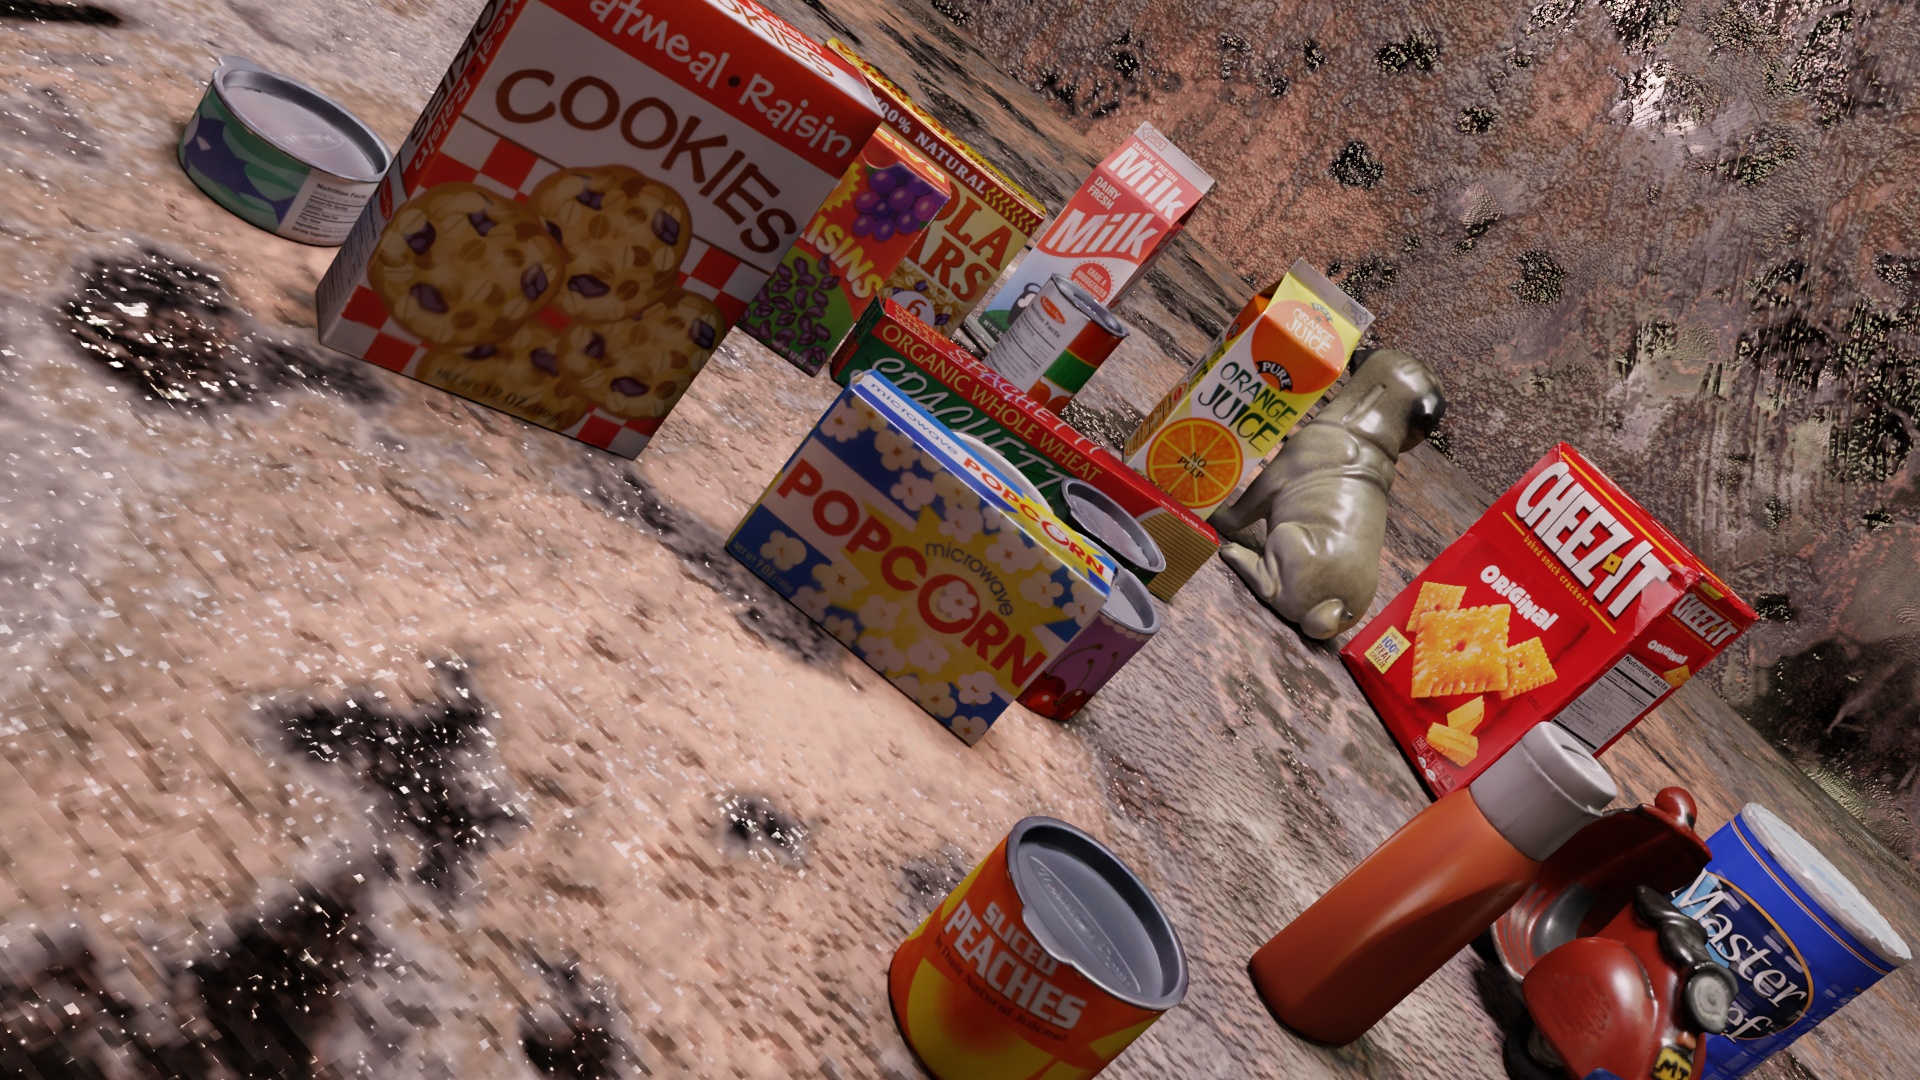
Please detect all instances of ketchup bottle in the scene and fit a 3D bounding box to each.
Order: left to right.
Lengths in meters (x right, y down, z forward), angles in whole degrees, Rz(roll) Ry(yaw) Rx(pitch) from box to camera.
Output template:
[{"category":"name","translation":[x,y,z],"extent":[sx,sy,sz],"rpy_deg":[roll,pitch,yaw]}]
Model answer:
[{"category":"ketchup bottle","translation":[0.181,0.132,0.531],"extent":[0.064,0.148,0.044],"rpy_deg":[23,26,-40]}]

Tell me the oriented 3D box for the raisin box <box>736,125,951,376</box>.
[{"category":"raisin box","translation":[-0.075,-0.159,0.717],"extent":[0.086,0.123,0.040],"rpy_deg":[34,21,-17]}]

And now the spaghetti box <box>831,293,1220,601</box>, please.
[{"category":"spaghetti box","translation":[0.040,-0.049,0.795],"extent":[0.250,0.050,0.029],"rpy_deg":[33,21,-19]}]

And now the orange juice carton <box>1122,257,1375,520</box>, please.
[{"category":"orange juice carton","translation":[0.205,-0.108,0.998],"extent":[0.072,0.192,0.073],"rpy_deg":[38,20,-7]}]

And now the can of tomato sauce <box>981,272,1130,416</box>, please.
[{"category":"can of tomato sauce","translation":[0.064,-0.130,0.955],"extent":[0.071,0.083,0.071],"rpy_deg":[35,21,-15]}]

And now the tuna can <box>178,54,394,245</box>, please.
[{"category":"tuna can","translation":[-0.248,-0.142,0.509],"extent":[0.071,0.032,0.071],"rpy_deg":[35,21,-15]}]

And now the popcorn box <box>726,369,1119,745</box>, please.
[{"category":"popcorn box","translation":[-0.015,0.006,0.537],"extent":[0.126,0.085,0.038],"rpy_deg":[39,20,-4]}]

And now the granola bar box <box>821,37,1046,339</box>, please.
[{"category":"granola bar box","translation":[-0.049,-0.202,0.847],"extent":[0.165,0.124,0.039],"rpy_deg":[37,20,-10]}]

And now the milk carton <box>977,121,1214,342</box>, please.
[{"category":"milk carton","translation":[0.103,-0.217,1.049],"extent":[0.072,0.190,0.074],"rpy_deg":[42,20,4]}]

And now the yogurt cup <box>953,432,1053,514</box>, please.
[{"category":"yogurt cup","translation":[0.002,-0.008,0.640],"extent":[0.072,0.053,0.073],"rpy_deg":[35,21,-15]}]

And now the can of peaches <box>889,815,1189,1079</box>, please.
[{"category":"can of peaches","translation":[0.021,0.123,0.398],"extent":[0.071,0.058,0.071],"rpy_deg":[35,21,-15]}]

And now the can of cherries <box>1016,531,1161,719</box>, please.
[{"category":"can of cherries","translation":[0.047,0.038,0.619],"extent":[0.071,0.058,0.072],"rpy_deg":[35,21,-15]}]

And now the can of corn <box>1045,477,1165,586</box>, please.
[{"category":"can of corn","translation":[0.056,0.012,0.687],"extent":[0.071,0.058,0.071],"rpy_deg":[35,21,-15]}]

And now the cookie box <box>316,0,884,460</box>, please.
[{"category":"cookie box","translation":[-0.125,-0.119,0.484],"extent":[0.123,0.167,0.040],"rpy_deg":[22,27,-40]}]
